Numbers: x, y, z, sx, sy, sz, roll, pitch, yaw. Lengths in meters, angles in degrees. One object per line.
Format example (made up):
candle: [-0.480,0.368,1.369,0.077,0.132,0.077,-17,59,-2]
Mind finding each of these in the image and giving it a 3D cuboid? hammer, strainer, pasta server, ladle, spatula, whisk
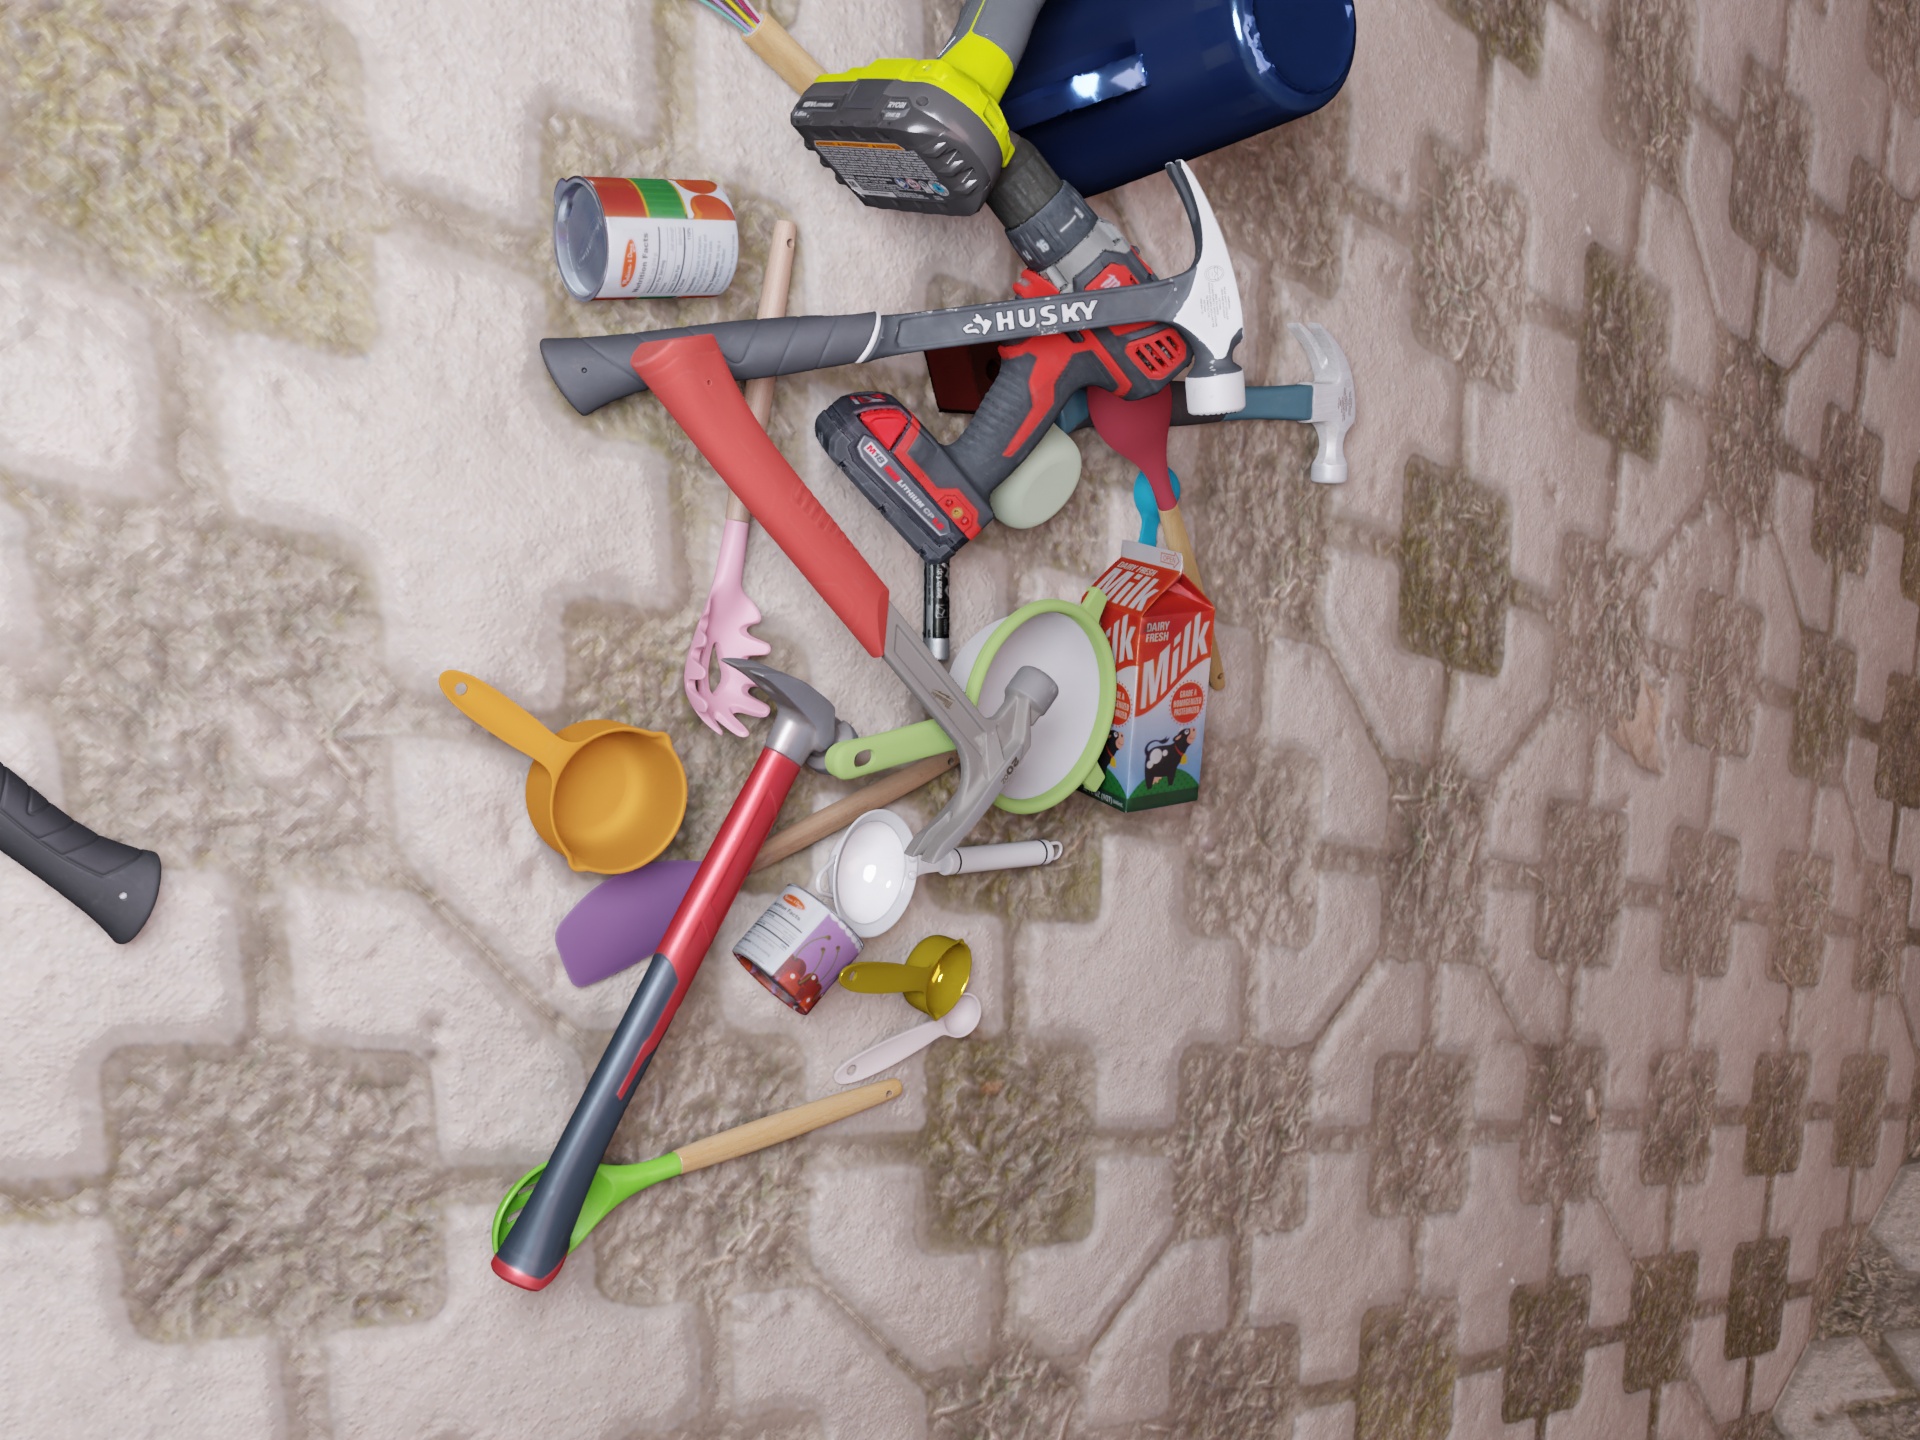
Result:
hammer: [0.188,-0.240,1.214,0.331,0.033,0.128,-9,106,-37]
hammer: [-0.181,0.149,0.945,0.386,0.038,0.143,-64,154,-10]
strainer: [-0.002,-0.003,1.083,0.256,0.069,0.151,-15,112,-40]
pasta server: [-0.127,-0.149,0.978,0.060,0.040,0.316,6,95,-52]
strainer: [-0.016,0.101,1.120,0.258,0.050,0.087,-1,95,-44]
ladle: [0.160,-0.140,1.193,0.069,0.031,0.315,-37,130,-16]
hammer: [-0.500,-0.006,0.712,0.146,0.035,0.334,-51,126,-19]
spatula: [-0.121,0.081,1.045,0.316,0.018,0.059,-26,112,-31]
whisk: [-0.134,-0.413,0.914,0.244,0.047,0.051,33,77,-42]
hammer: [-0.034,-0.229,0.921,0.409,0.036,0.149,-9,105,-8]
hammer: [-0.074,-0.076,0.939,0.149,0.037,0.358,-53,126,-20]

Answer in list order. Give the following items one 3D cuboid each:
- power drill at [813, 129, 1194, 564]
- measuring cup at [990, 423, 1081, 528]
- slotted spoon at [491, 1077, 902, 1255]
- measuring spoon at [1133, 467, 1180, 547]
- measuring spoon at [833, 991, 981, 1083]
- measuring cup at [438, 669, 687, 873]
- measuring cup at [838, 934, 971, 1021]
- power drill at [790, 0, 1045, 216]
power drill: [0.013,-0.230,0.986,0.226,0.080,0.187,-41,112,5]
measuring cup: [0.068,-0.201,1.070,0.083,0.038,0.167,-13,141,-47]
slotted spoon: [-0.165,0.286,1.049,0.313,0.031,0.070,-10,106,-39]
measuring spoon: [0.149,-0.131,1.212,0.042,0.021,0.128,1,98,-39]
measuring spoon: [-0.040,0.229,1.147,0.124,0.018,0.034,-22,113,-26]
measuring cup: [-0.238,0.020,0.917,0.173,0.052,0.095,42,73,-35]
measuring cup: [-0.045,0.173,1.093,0.156,0.029,0.062,16,91,-57]
power drill: [-0.001,-0.415,0.927,0.080,0.191,0.228,37,79,-47]
